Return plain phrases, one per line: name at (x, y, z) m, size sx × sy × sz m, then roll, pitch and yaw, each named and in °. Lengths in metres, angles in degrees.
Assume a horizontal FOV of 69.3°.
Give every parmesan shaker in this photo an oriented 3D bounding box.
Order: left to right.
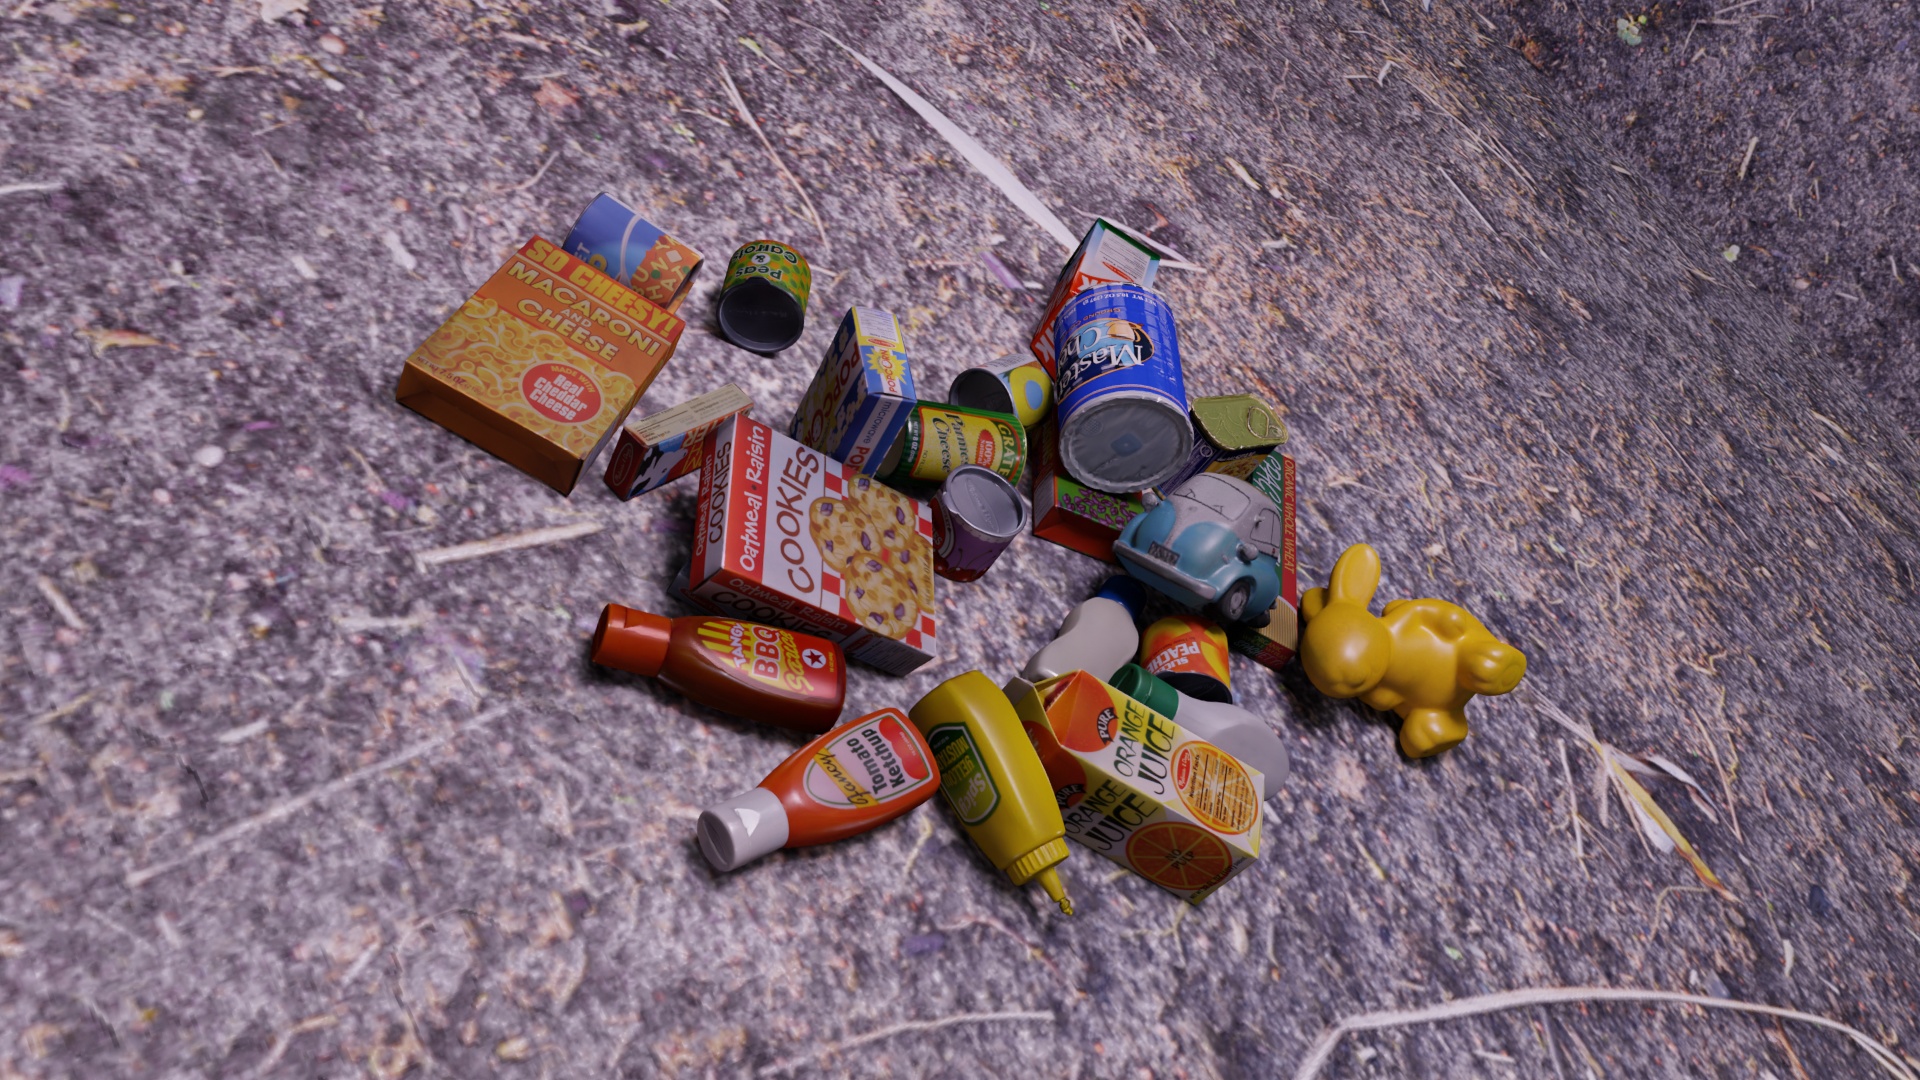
parmesan shaker at (-0.011, -0.067, 1.046) m, size 0.103 × 0.071 × 0.071 m, roll 6°, pitch 50°, yaw -31°

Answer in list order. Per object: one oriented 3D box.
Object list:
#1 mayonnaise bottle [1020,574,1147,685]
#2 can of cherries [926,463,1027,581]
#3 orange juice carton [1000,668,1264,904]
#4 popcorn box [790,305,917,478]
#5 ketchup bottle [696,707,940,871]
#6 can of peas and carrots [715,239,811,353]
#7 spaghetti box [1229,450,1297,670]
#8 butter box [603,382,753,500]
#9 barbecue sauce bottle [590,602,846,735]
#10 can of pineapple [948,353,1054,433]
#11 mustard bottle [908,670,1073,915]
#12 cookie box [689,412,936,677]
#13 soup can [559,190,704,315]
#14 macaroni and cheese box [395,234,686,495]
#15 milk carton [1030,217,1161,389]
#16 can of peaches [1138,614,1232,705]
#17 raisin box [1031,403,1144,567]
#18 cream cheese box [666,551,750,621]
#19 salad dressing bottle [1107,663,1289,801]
mayonnaise bottle at (0.096, 0.077, 1.005) m, size 0.065 × 0.041 × 0.149 m, roll 42°, pitch 39°, yaw -1°
can of cherries at (0.004, -0.013, 1.009) m, size 0.071 × 0.058 × 0.072 m, roll 20°, pitch 45°, yaw -20°
orange juice carton at (0.100, 0.153, 0.913) m, size 0.193 × 0.071 × 0.073 m, roll 30°, pitch 41°, yaw -9°
popcorn box at (-0.077, -0.089, 0.971) m, size 0.038 × 0.126 × 0.085 m, roll 7°, pitch 49°, yaw -27°
ketchup bottle at (-0.083, 0.148, 0.810) m, size 0.149 × 0.043 × 0.065 m, roll -18°, pitch 67°, yaw -43°
can of peas and carrots at (-0.149, -0.188, 1.054) m, size 0.071 × 0.070 × 0.059 m, roll 21°, pitch 43°, yaw -18°
spaghetti box at (0.262, 0.005, 1.199) m, size 0.050 × 0.028 × 0.251 m, roll 28°, pitch 42°, yaw -12°
butter box at (-0.187, -0.067, 0.929) m, size 0.024 × 0.052 × 0.104 m, roll 44°, pitch 40°, yaw 12°
barbecue sauce bottle at (-0.144, 0.073, 0.835) m, size 0.148 × 0.043 × 0.065 m, roll 17°, pitch 36°, yaw -22°
can of pineapple at (0.034, -0.111, 1.117) m, size 0.071 × 0.070 × 0.058 m, roll 49°, pitch 42°, yaw 13°
mustard bottle at (0.027, 0.161, 0.862) m, size 0.049 × 0.065 × 0.160 m, roll -12°, pitch 64°, yaw -46°
cookie box at (-0.093, 0.005, 0.906) m, size 0.167 × 0.040 × 0.123 m, roll 26°, pitch 46°, yaw -33°
soup can at (-0.240, -0.200, 1.007) m, size 0.084 × 0.071 × 0.072 m, roll 32°, pitch 41°, yaw -6°
macaroni and cheese box at (-0.274, -0.121, 0.927) m, size 0.124 × 0.040 × 0.167 m, roll 30°, pitch 42°, yaw -8°
milk carton at (0.121, -0.210, 1.265) m, size 0.073 × 0.072 × 0.192 m, roll 31°, pitch 40°, yaw -8°
can of peaches at (0.163, 0.095, 1.014) m, size 0.071 × 0.071 × 0.058 m, roll 23°, pitch 42°, yaw -16°
raisin box at (0.102, -0.047, 1.125) m, size 0.086 × 0.040 × 0.124 m, roll 20°, pitch 43°, yaw -18°
cream cheese box at (-0.145, 0.010, 0.909) m, size 0.053 × 0.024 × 0.104 m, roll 33°, pitch 41°, yaw -7°
salad dressing bottle at (0.165, 0.134, 0.970) m, size 0.147 × 0.064 × 0.044 m, roll 33°, pitch 3°, yaw -25°
